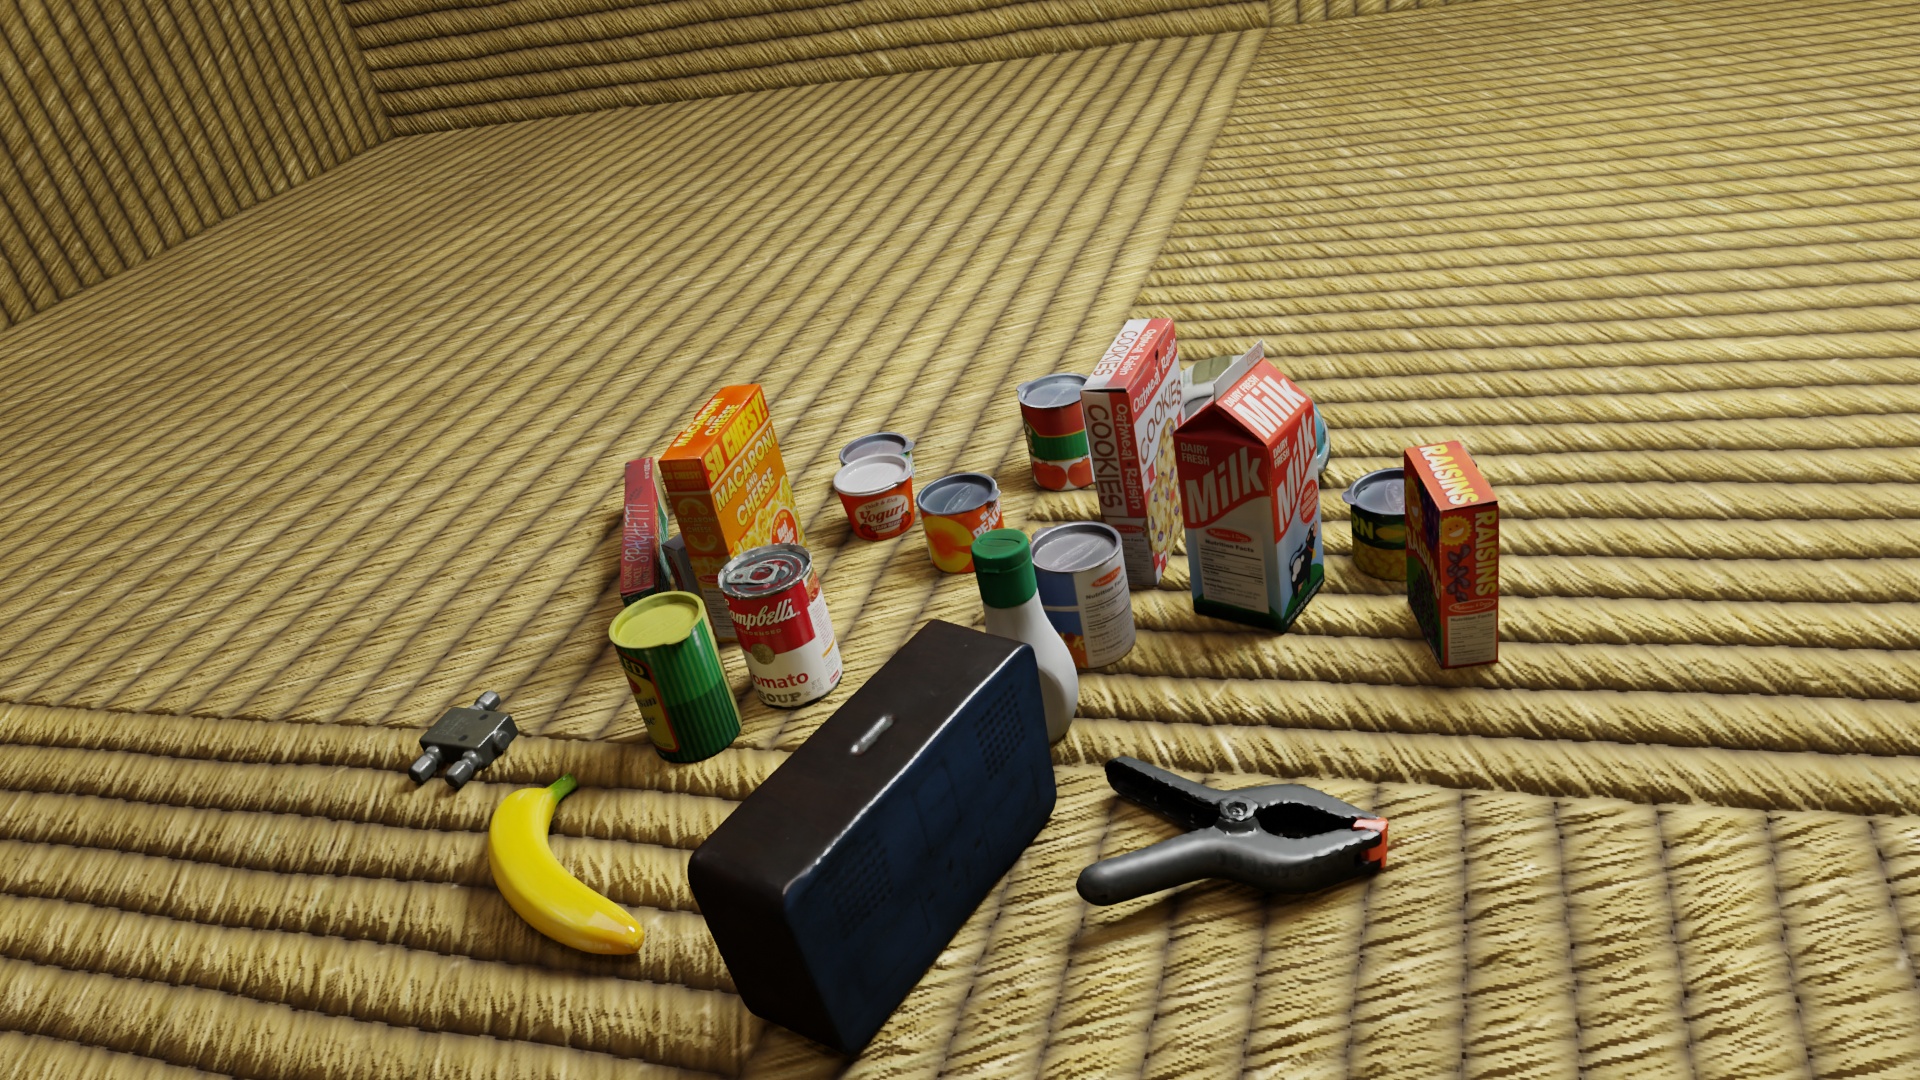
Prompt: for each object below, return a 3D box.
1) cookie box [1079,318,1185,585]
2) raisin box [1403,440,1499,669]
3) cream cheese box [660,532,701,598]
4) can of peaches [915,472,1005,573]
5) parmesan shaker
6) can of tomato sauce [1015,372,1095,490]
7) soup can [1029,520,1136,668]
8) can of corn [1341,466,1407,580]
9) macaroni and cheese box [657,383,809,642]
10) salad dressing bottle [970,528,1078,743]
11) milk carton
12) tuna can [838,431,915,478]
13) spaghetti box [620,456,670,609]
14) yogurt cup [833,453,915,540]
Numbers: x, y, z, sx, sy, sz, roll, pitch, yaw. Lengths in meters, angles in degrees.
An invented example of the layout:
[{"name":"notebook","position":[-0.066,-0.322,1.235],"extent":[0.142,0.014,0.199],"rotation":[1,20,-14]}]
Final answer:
[{"name":"cookie box","position":[0.139,-0.069,1.058],"extent":[0.040,0.166,0.123],"rotation":[2,33,24]},{"name":"raisin box","position":[0.320,0.009,0.904],"extent":[0.040,0.122,0.086],"rotation":[-9,30,7]},{"name":"cream cheese box","position":[-0.202,0.003,1.177],"extent":[0.024,0.053,0.104],"rotation":[15,40,39]},{"name":"can of peaches","position":[0.004,-0.014,1.125],"extent":[0.071,0.057,0.071],"rotation":[-9,30,6]},{"name":"parmesan shaker","position":[-0.196,0.097,0.967],"extent":[0.071,0.102,0.071],"rotation":[-9,30,6]},{"name":"can of tomato sauce","position":[0.087,-0.094,1.204],"extent":[0.071,0.082,0.071],"rotation":[-9,30,6]},{"name":"soup can","position":[0.085,0.037,0.982],"extent":[0.071,0.083,0.072],"rotation":[-9,30,6]},{"name":"can of corn","position":[0.314,-0.012,1.005],"extent":[0.071,0.058,0.071],"rotation":[-9,30,6]},{"name":"macaroni and cheese box","position":[-0.176,-0.022,1.097],"extent":[0.040,0.165,0.124],"rotation":[-2,32,18]},{"name":"salad dressing bottle","position":[0.038,0.063,0.893],"extent":[0.064,0.147,0.044],"rotation":[3,33,25]},{"name":"milk carton","position":[0.200,-0.038,0.961],"extent":[0.073,0.189,0.073],"rotation":[12,38,36]},{"name":"tuna can","position":[-0.074,-0.071,1.273],"extent":[0.071,0.032,0.071],"rotation":[-9,30,6]},{"name":"spaghetti box","position":[-0.273,0.002,1.208],"extent":[0.029,0.050,0.251],"rotation":[-15,30,-4]},{"name":"yogurt cup","position":[-0.071,-0.036,1.193],"extent":[0.072,0.053,0.073],"rotation":[-9,30,6]}]
